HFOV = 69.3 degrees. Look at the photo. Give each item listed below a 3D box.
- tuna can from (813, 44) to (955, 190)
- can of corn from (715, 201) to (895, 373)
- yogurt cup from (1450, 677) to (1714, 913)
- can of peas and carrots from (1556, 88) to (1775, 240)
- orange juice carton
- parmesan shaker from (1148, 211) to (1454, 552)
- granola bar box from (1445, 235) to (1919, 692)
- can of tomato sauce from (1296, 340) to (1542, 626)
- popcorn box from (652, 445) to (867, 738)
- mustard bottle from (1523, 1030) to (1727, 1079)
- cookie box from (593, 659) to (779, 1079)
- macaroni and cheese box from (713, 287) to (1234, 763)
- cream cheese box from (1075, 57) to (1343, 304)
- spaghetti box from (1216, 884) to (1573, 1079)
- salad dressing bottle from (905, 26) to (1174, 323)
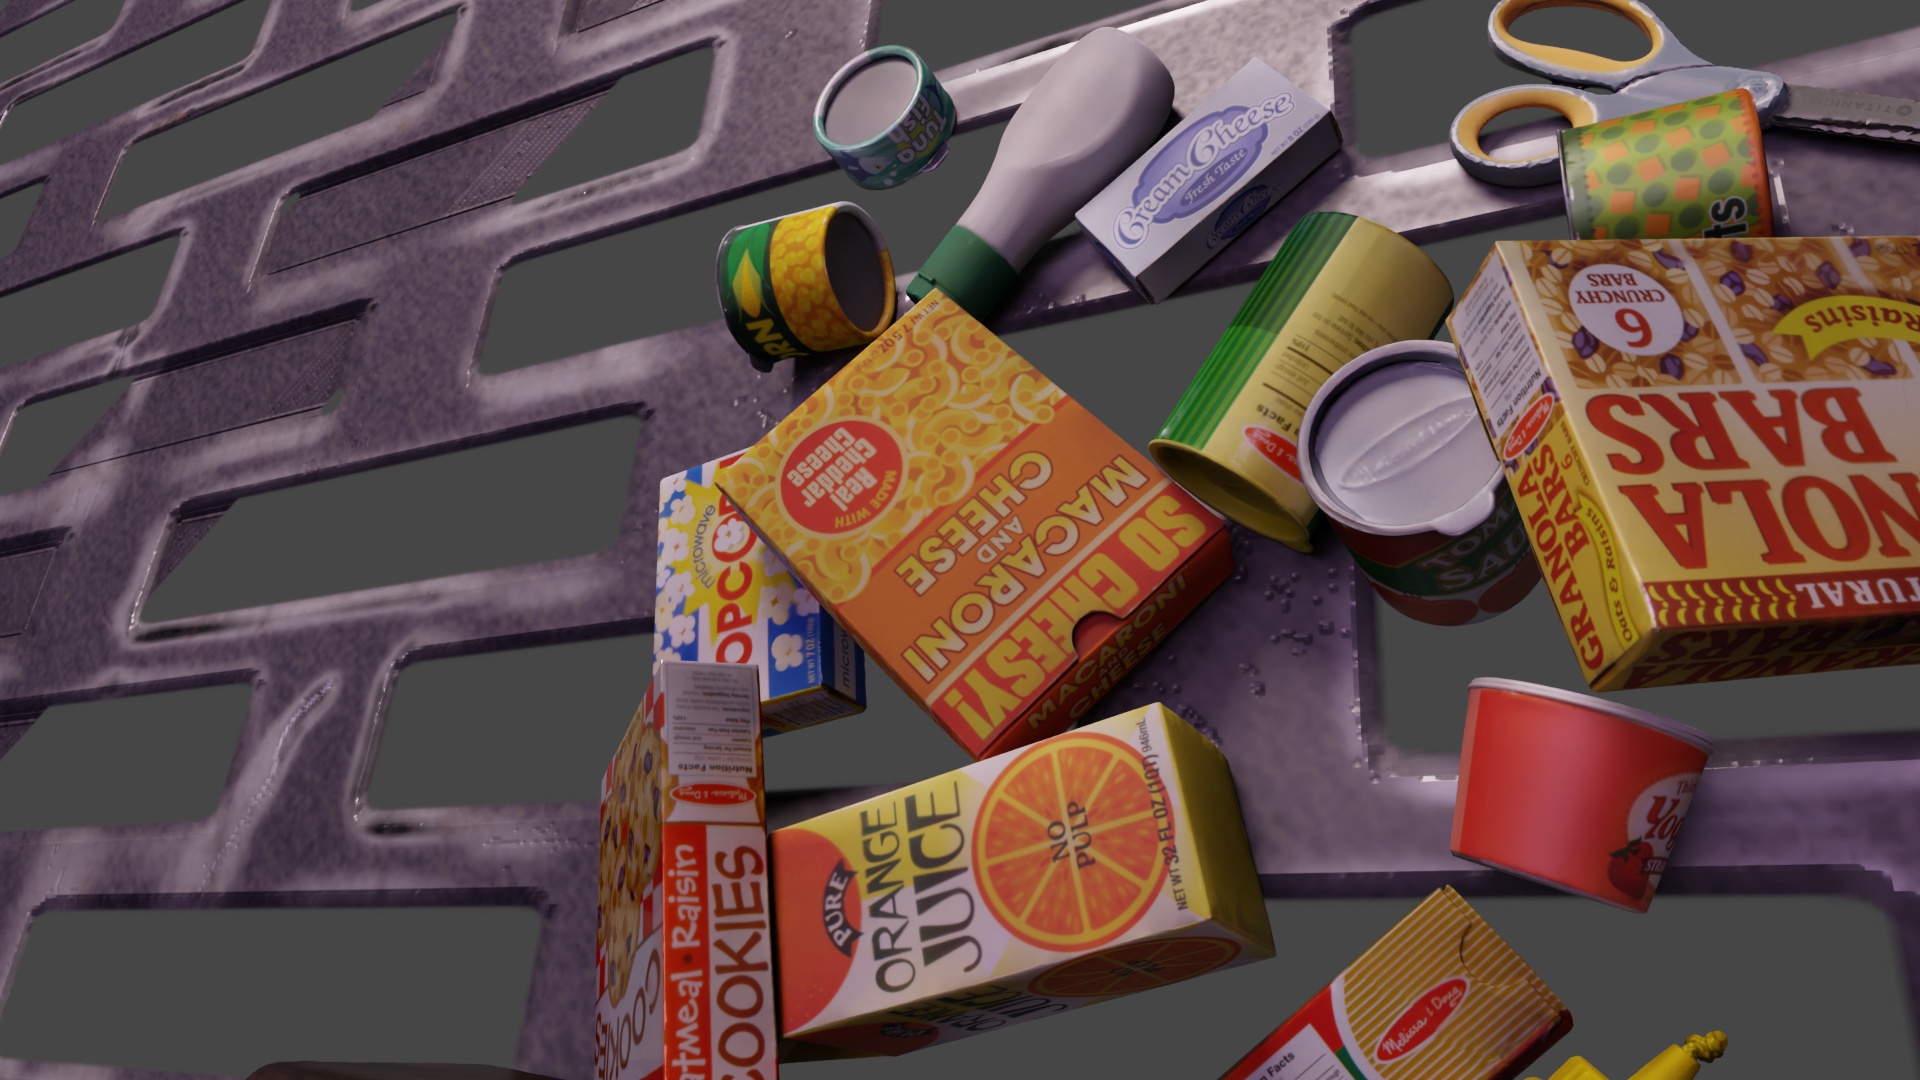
[{"bbox_3d":[-0.037,-0.211,0.695,0.071,0.032,0.071,-13,60,25],"label":"tuna can"},{"bbox_3d":[-0.071,-0.117,0.647,0.058,0.071,0.071,-7,63,27],"label":"can of corn"},{"bbox_3d":[0.178,0.075,0.407,0.072,0.072,0.054,13,82,34],"label":"yogurt cup"},{"bbox_3d":[0.235,-0.109,0.464,0.058,0.071,0.071,-8,63,26],"label":"can of peas and carrots"},{"bbox_3d":[0.001,0.126,0.477,0.192,0.073,0.072,-22,58,20],"label":"orange juice carton"},{"bbox_3d":[0.126,-0.057,0.505,0.071,0.071,0.103,29,82,37],"label":"parmesan shaker"},{"bbox_3d":[0.235,-0.026,0.386,0.166,0.039,0.125,-3,60,-10],"label":"granola bar box"},{"bbox_3d":[0.155,-0.015,0.452,0.071,0.083,0.071,-13,61,25],"label":"can of tomato sauce"},{"bbox_3d":[-0.088,0.021,0.603,0.085,0.038,0.127,-18,59,22],"label":"popcorn box"},{"bbox_3d":[0.148,0.188,0.375,0.160,0.048,0.065,-48,56,1],"label":"mustard bottle"},{"bbox_3d":[-0.105,0.145,0.508,0.122,0.040,0.168,128,142,-51],"label":"cookie box"},{"bbox_3d":[0.002,-0.007,0.537,0.124,0.040,0.167,-42,60,-8],"label":"macaroni and cheese box"},{"bbox_3d":[0.104,-0.152,0.589,0.103,0.024,0.053,-41,52,6],"label":"cream cheese box"},{"bbox_3d":[0.073,0.206,0.422,0.250,0.028,0.050,-43,53,5],"label":"spaghetti box"},{"bbox_3d":[0.034,-0.158,0.621,0.147,0.044,0.064,-51,48,0],"label":"salad dressing bottle"}]
